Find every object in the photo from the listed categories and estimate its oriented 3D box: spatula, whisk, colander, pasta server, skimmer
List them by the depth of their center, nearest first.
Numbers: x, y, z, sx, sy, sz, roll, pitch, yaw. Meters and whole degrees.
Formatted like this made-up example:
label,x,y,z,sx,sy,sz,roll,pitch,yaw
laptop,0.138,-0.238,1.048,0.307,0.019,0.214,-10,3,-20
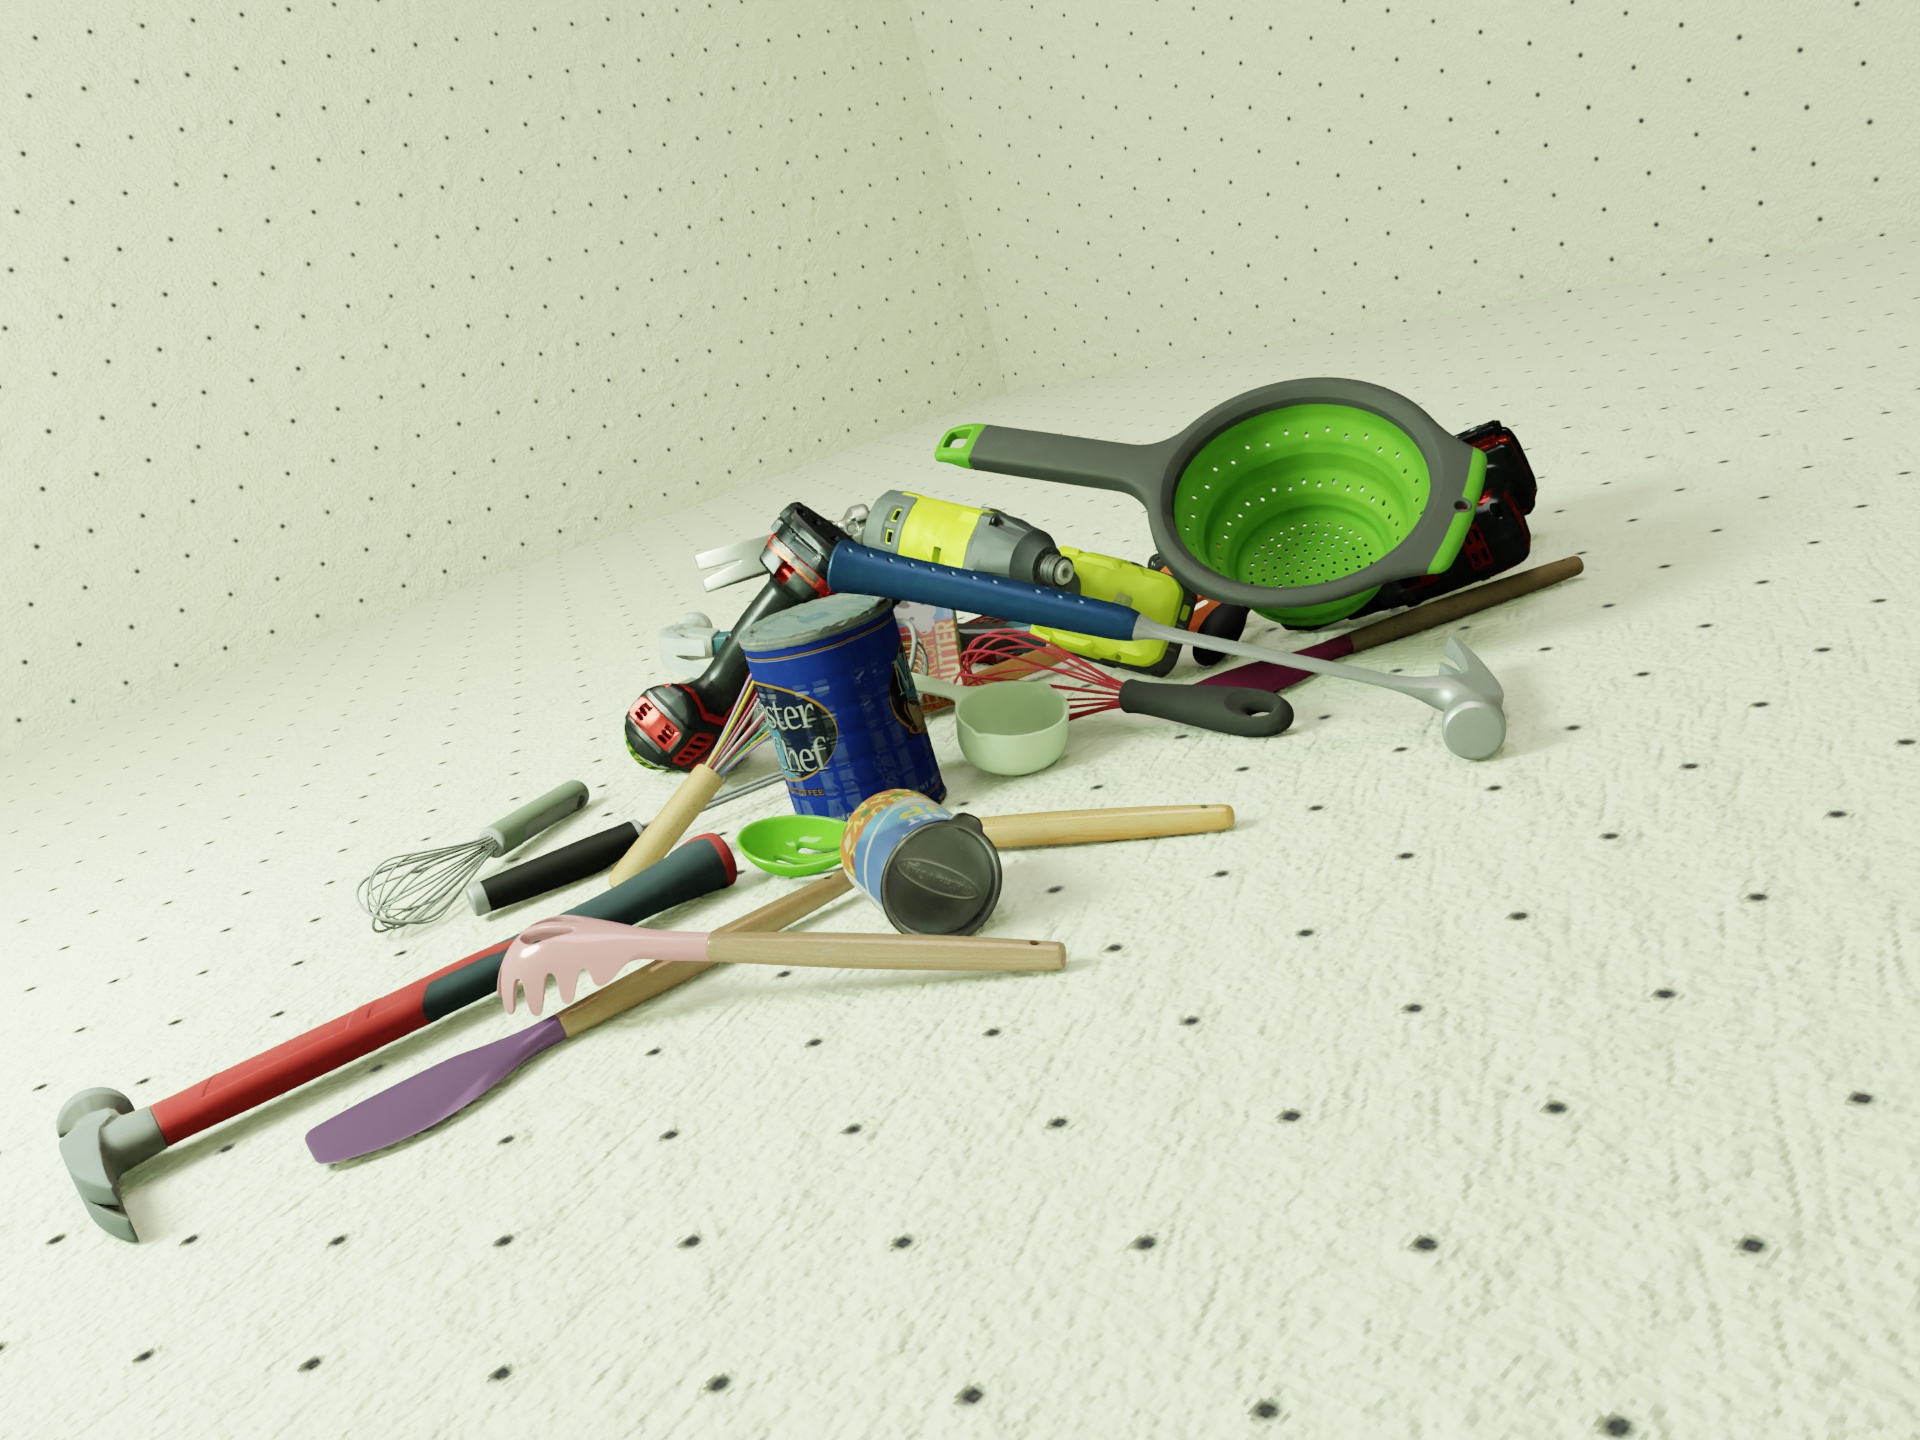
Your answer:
label,x,y,z,sx,sy,sz,roll,pitch,yaw
pasta server,-0.100,0.122,0.809,0.316,0.040,0.060,-2,25,18
spatula,-0.189,0.151,0.845,0.316,0.018,0.060,-26,23,-28
whisk,-0.159,0.017,1.077,0.051,0.047,0.245,24,62,24
whisk,0.101,-0.020,1.087,0.073,0.073,0.296,-28,26,-38
skimmer,-0.182,0.029,1.127,0.363,0.090,0.127,-23,16,-23
colander,0.167,-0.150,1.136,0.397,0.094,0.205,13,61,27
whisk,-0.349,0.093,1.169,0.059,0.057,0.246,26,26,13
whisk,0.248,-0.134,1.250,0.070,0.070,0.285,-2,38,41
spatula,0.070,-0.057,1.263,0.322,0.041,0.081,-21,59,-7

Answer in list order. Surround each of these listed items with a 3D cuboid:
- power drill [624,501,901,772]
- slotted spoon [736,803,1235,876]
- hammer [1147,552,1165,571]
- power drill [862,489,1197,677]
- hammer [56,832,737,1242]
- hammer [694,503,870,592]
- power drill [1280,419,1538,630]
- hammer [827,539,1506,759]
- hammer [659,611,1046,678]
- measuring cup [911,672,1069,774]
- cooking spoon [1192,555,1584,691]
label,x,y,z,sx,sy,sz,roll,pitch,yaw
power drill,-0.149,-0.049,1.216,0.219,0.079,0.143,-50,-20,5
slotted spoon,0.007,0.067,0.933,0.314,0.031,0.070,-6,19,26
hammer,0.050,-0.116,1.367,0.337,0.034,0.127,-5,12,-11
power drill,0.062,-0.097,1.128,0.171,0.080,0.223,20,2,43
hammer,-0.289,0.158,0.885,0.386,0.038,0.143,-25,19,-30
hammer,-0.160,-0.117,1.470,0.146,0.038,0.410,-17,-4,-8
power drill,0.346,-0.142,1.219,0.188,0.080,0.227,-22,13,31
hammer,0.118,-0.055,0.961,0.405,0.035,0.144,13,20,12
hammer,-0.092,-0.068,1.328,0.331,0.033,0.128,-1,16,8
measuring cup,-0.002,-0.003,1.088,0.168,0.038,0.083,16,34,32
cooking spoon,0.294,-0.062,1.111,0.319,0.017,0.069,-18,13,-9
